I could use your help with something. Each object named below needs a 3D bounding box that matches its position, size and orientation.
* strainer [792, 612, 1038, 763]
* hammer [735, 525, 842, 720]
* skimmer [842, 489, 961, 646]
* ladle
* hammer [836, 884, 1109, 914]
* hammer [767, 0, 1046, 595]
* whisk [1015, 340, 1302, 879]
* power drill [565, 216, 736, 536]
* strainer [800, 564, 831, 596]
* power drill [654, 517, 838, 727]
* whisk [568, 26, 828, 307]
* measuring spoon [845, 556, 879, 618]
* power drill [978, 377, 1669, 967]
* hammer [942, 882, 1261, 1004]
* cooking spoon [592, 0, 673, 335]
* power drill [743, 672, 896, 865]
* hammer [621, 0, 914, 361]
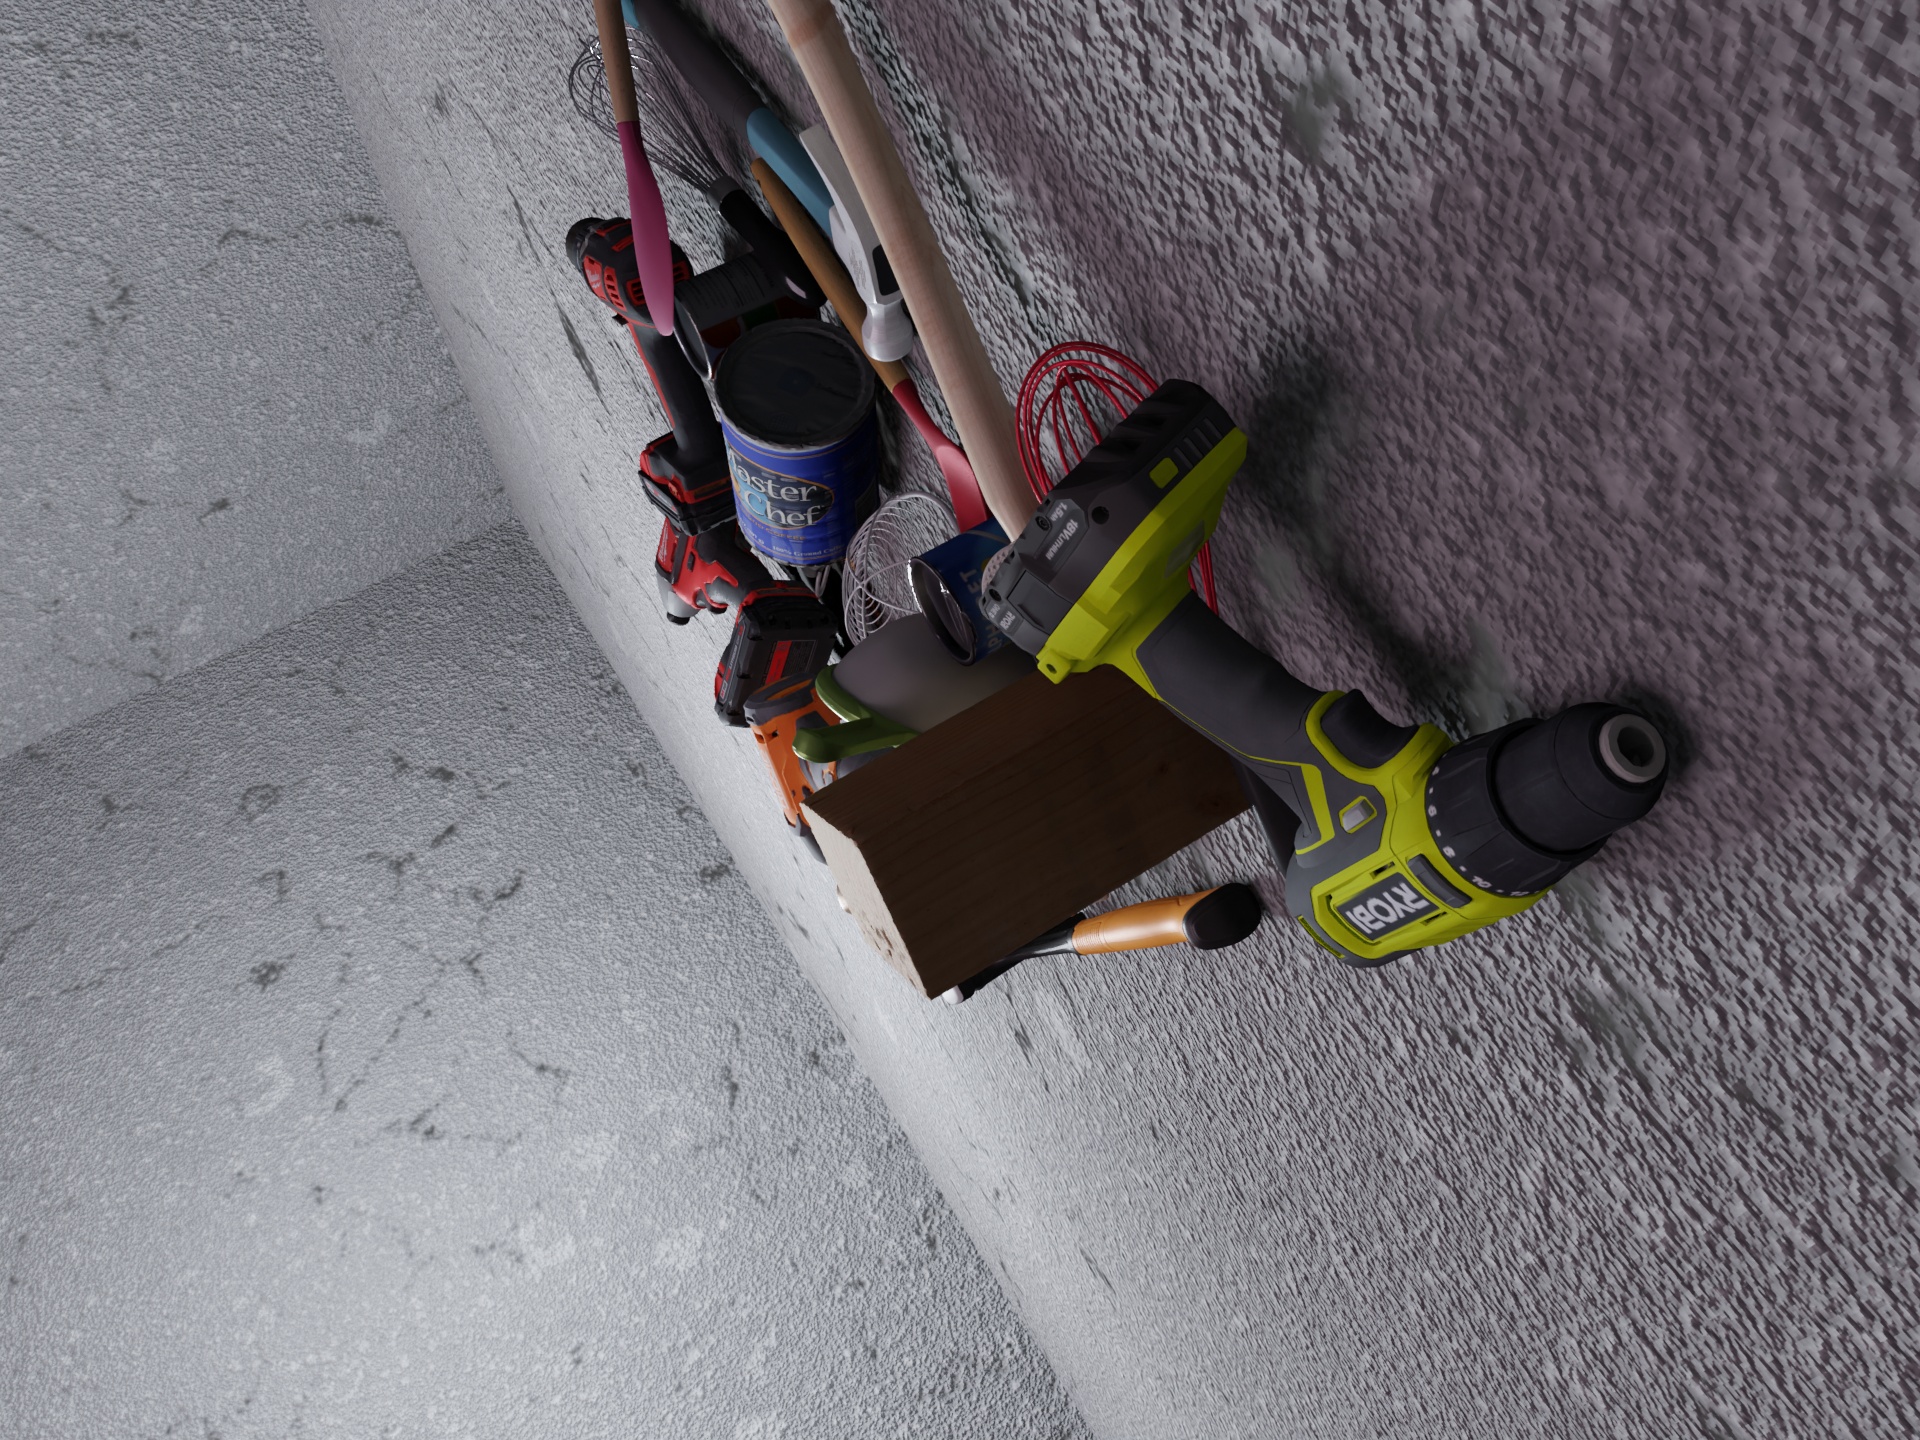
[{"bbox_3d":[-0.023,-0.021,0.891,0.151,0.069,0.256,25,-167,16],"label":"strainer"},{"bbox_3d":[-0.177,-0.121,1.421,0.359,0.036,0.149,55,174,44],"label":"hammer"},{"bbox_3d":[-0.002,-0.004,1.144,0.127,0.090,0.362,45,164,41],"label":"skimmer"},{"bbox_3d":[-0.049,-0.220,0.958,0.316,0.031,0.069,59,162,15],"label":"ladle"},{"bbox_3d":[-0.004,0.089,1.117,0.331,0.031,0.130,-28,64,55],"label":"hammer"},{"bbox_3d":[-0.024,-0.235,0.778,0.411,0.038,0.146,67,-161,4],"label":"hammer"},{"bbox_3d":[0.109,-0.036,0.721,0.295,0.073,0.073,60,166,-17],"label":"whisk"},{"bbox_3d":[-0.231,-0.272,1.209,0.188,0.080,0.226,40,152,52],"label":"power drill"},{"bbox_3d":[-0.117,-0.209,1.169,0.087,0.050,0.258,-61,-38,-55],"label":"strainer"},{"bbox_3d":[-0.193,-0.096,1.327,0.220,0.078,0.143,52,133,39],"label":"power drill"},{"bbox_3d":[-0.171,-0.366,1.050,0.285,0.070,0.070,50,162,21],"label":"whisk"},{"bbox_3d":[-0.096,-0.133,1.286,0.117,0.011,0.021,63,165,-5],"label":"measuring spoon"},{"bbox_3d":[0.128,-0.014,0.588,0.228,0.080,0.190,43,154,4],"label":"power drill"},{"bbox_3d":[0.096,0.135,1.028,0.034,0.127,0.337,63,155,0],"label":"hammer"},{"bbox_3d":[-0.216,-0.406,1.007,0.069,0.017,0.318,26,126,62],"label":"cooking spoon"},{"bbox_3d":[-0.065,0.059,1.097,0.227,0.084,0.164,17,130,61],"label":"power drill"},{"bbox_3d":[-0.125,-0.357,0.945,0.331,0.033,0.128,53,163,28],"label":"hammer"}]
